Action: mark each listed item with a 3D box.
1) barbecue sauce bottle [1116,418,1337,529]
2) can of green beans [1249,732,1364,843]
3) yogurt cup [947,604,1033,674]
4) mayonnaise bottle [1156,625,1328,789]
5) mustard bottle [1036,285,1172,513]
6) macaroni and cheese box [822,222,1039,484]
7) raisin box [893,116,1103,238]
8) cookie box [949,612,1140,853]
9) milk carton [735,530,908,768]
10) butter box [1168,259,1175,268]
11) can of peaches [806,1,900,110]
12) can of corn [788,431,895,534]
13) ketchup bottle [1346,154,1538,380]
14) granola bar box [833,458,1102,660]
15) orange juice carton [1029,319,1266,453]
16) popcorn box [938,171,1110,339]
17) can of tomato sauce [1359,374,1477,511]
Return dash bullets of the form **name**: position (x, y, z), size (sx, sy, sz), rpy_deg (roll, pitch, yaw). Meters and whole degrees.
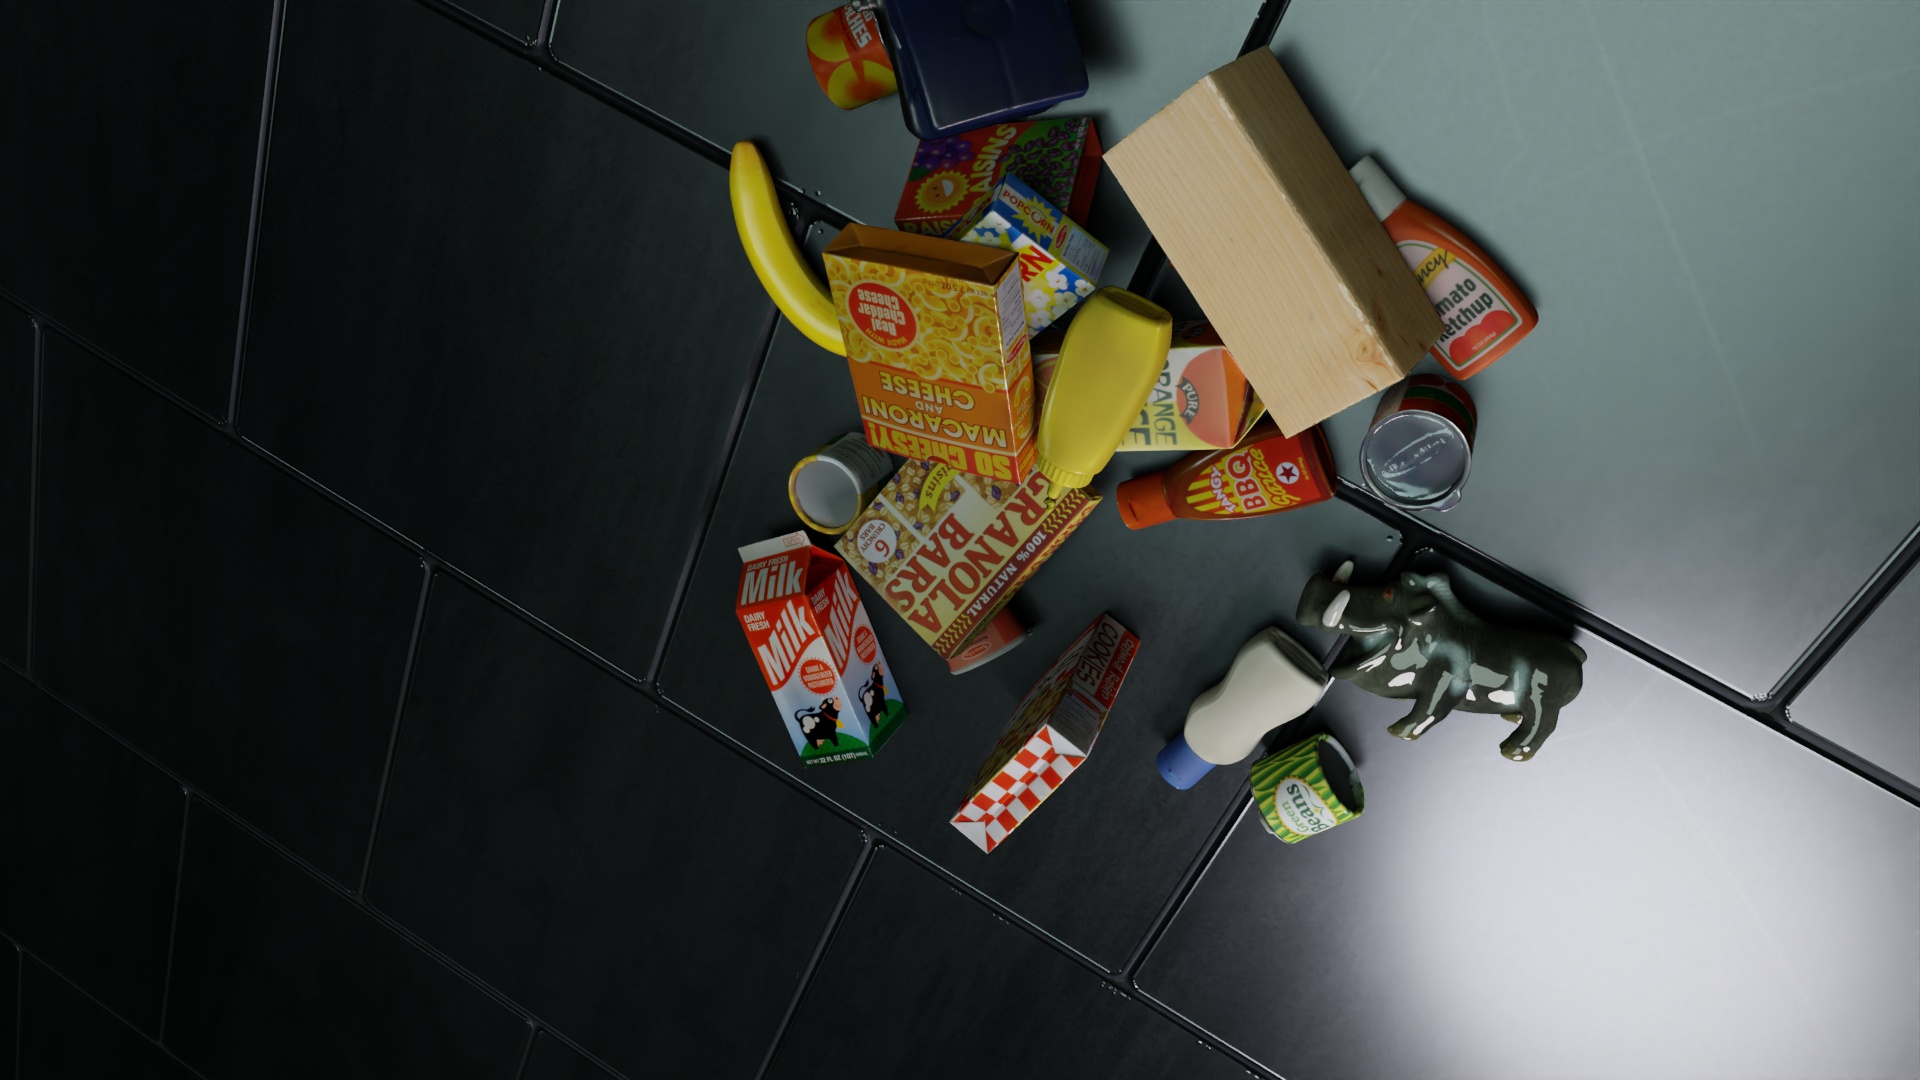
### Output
- **barbecue sauce bottle**: position (0.183, -0.042, 0.973), size (0.148, 0.044, 0.064), rpy_deg (-15, 109, 29)
- **can of green beans**: position (0.256, 0.183, 1.026), size (0.057, 0.071, 0.071), rpy_deg (-32, 97, 31)
- **yogurt cup**: position (0.012, 0.066, 1.085), size (0.072, 0.073, 0.054), rpy_deg (-27, 91, 31)
- **mayonnaise bottle**: position (0.205, 0.131, 1.042), size (0.065, 0.041, 0.147), rpy_deg (42, 123, 4)
- **mustard bottle**: position (0.084, -0.086, 0.909), size (0.065, 0.049, 0.159), rpy_deg (29, 122, 10)
- **macaroni and cheese box**: position (-0.016, -0.120, 0.916), size (0.124, 0.040, 0.165), rpy_deg (16, 140, 24)
- **raisin box**: position (0.026, -0.237, 0.932), size (0.123, 0.086, 0.040), rpy_deg (2, 151, 22)
- **cookie box**: position (0.065, 0.139, 1.031), size (0.040, 0.168, 0.122), rpy_deg (39, 122, 0)
- **milk carton**: position (-0.120, 0.084, 1.143), size (0.072, 0.074, 0.190), rpy_deg (-15, 105, 28)
- **butter box**: position (0.195, -0.179, 0.920), size (0.103, 0.024, 0.053), rpy_deg (36, 121, 6)
- **can of peaches**: position (-0.064, -0.333, 0.939), size (0.058, 0.071, 0.071), rpy_deg (-12, 107, 28)
- **can of corn**: position (-0.094, -0.043, 1.085), size (0.071, 0.058, 0.071), rpy_deg (9, 115, 20)
- **ketchup bottle**: position (0.289, -0.174, 0.870), size (0.149, 0.044, 0.064), rpy_deg (48, 122, -1)
- **granola bar box**: position (0.004, -0.013, 1.030), size (0.124, 0.039, 0.165), rpy_deg (45, 105, 12)
- **orange juice carton**: position (0.137, -0.106, 0.949), size (0.192, 0.072, 0.072), rpy_deg (0, 113, 24)
- **popcorn box**: position (0.024, -0.172, 0.908), size (0.085, 0.038, 0.126), rpy_deg (34, 145, -19)
- **can of tomato sauce**: position (0.297, -0.063, 0.891), size (0.071, 0.083, 0.071), rpy_deg (9, 116, 20)
